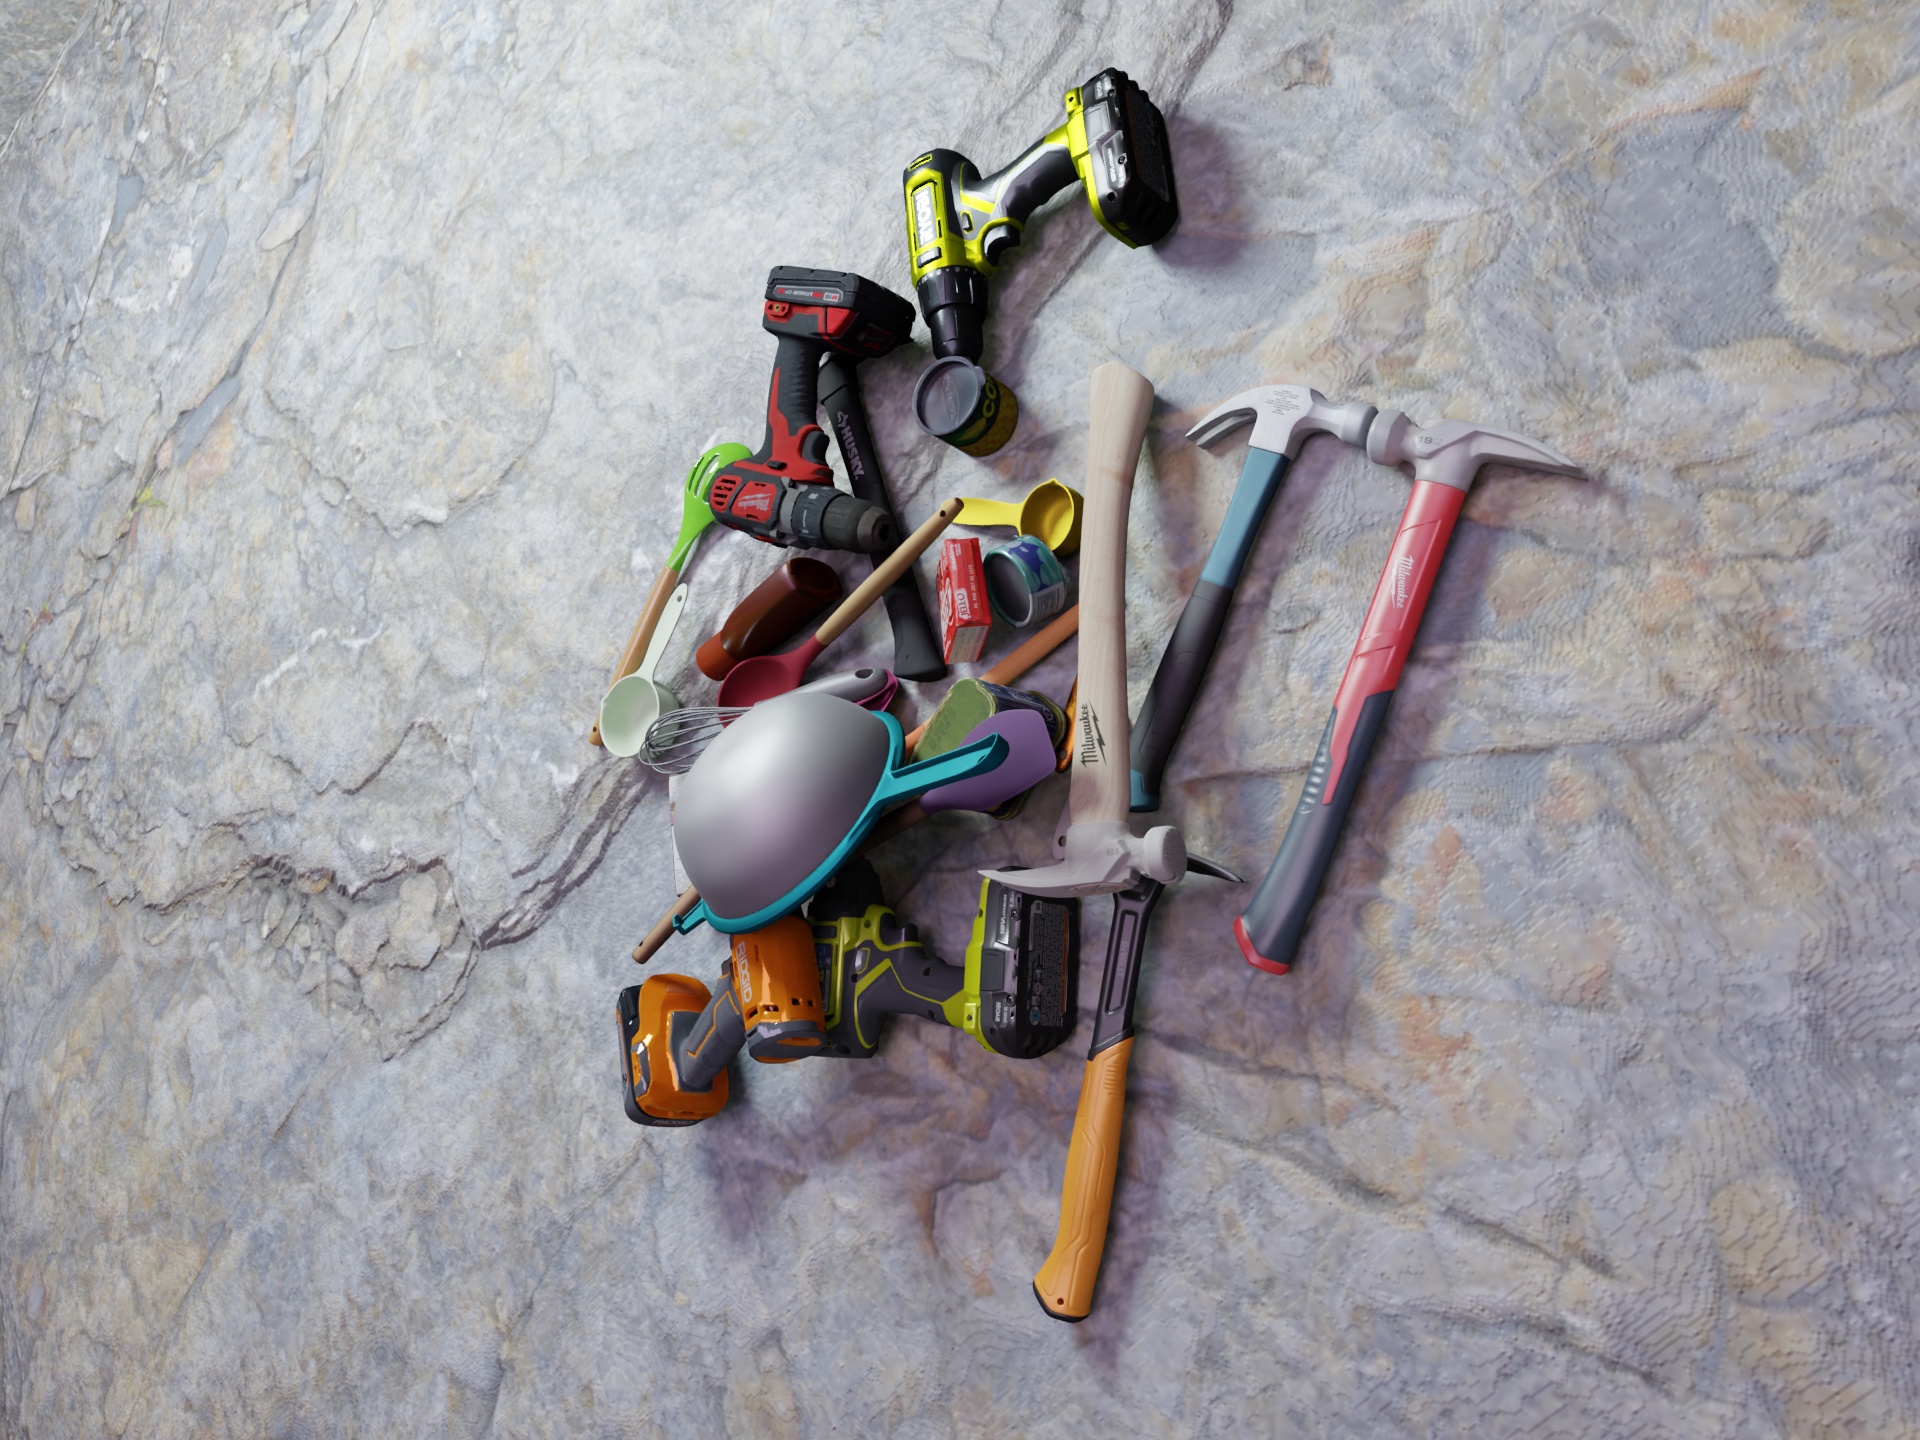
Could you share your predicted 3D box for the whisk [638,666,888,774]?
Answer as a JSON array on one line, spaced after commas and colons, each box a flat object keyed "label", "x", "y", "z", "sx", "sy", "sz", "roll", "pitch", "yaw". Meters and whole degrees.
[{"label": "whisk", "x": -0.167, "y": -0.003, "z": 1.331, "sx": 0.239, "sy": 0.055, "sz": 0.055, "roll": -17, "pitch": 70, "yaw": 20}]

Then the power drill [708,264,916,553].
[{"label": "power drill", "x": -0.109, "y": -0.250, "z": 1.316, "sx": 0.188, "sy": 0.080, "sz": 0.226, "roll": 18, "pitch": 94, "yaw": 37}]

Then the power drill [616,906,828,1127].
[{"label": "power drill", "x": -0.191, "y": 0.219, "z": 1.273, "sx": 0.226, "sy": 0.084, "sz": 0.164, "roll": -40, "pitch": 50, "yaw": 39}]

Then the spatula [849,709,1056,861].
[{"label": "spatula", "x": -0.042, "y": 0.070, "z": 1.176, "sx": 0.316, "sy": 0.018, "sz": 0.060, "roll": -32, "pitch": 68, "yaw": 41}]

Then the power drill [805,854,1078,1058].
[{"label": "power drill", "x": -0.025, "y": 0.173, "z": 1.206, "sx": 0.223, "sy": 0.080, "sz": 0.171, "roll": -5, "pitch": 77, "yaw": 37}]

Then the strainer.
[{"label": "strainer", "x": -0.106, "y": 0.036, "z": 1.154, "sx": 0.340, "sy": 0.095, "sz": 0.211, "roll": -20, "pitch": 35, "yaw": 47}]

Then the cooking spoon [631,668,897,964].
[{"label": "cooking spoon", "x": -0.162, "y": 0.081, "z": 1.315, "sx": 0.319, "sy": 0.017, "sz": 0.069, "roll": -48, "pitch": 33, "yaw": 2}]

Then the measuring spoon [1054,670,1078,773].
[{"label": "measuring spoon", "x": 0.088, "y": -0.017, "z": 1.206, "sx": 0.021, "sy": 0.011, "sz": 0.117, "roll": 14, "pitch": 88, "yaw": 36}]

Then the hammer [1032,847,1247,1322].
[{"label": "hammer", "x": 0.109, "y": 0.252, "z": 1.110, "sx": 0.127, "sy": 0.034, "sz": 0.337, "roll": 10, "pitch": 88, "yaw": 23}]

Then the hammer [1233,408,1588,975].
[{"label": "hammer", "x": 0.281, "y": -0.010, "z": 1.054, "sx": 0.143, "sy": 0.038, "sz": 0.386, "roll": 21, "pitch": 92, "yaw": 35}]

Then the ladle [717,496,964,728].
[{"label": "ladle", "x": -0.100, "y": -0.083, "z": 1.310, "sx": 0.315, "sy": 0.031, "sz": 0.069, "roll": -41, "pitch": 77, "yaw": 34}]

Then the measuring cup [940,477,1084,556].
[{"label": "measuring cup", "x": 0.042, "y": -0.162, "z": 1.268, "sx": 0.157, "sy": 0.029, "sz": 0.062, "roll": 13, "pitch": 92, "yaw": 48}]

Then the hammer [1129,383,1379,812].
[{"label": "hammer", "x": 0.180, "y": -0.085, "z": 1.144, "sx": 0.128, "sy": 0.033, "sz": 0.331, "roll": 24, "pitch": 94, "yaw": 35}]

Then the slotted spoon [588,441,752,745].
[{"label": "slotted spoon", "x": -0.277, "y": -0.117, "z": 1.476, "sx": 0.070, "sy": 0.031, "sz": 0.313, "roll": 32, "pitch": 100, "yaw": 35}]

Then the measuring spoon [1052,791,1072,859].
[{"label": "measuring spoon", "x": 0.090, "y": 0.045, "z": 1.187, "sx": 0.034, "sy": 0.018, "sz": 0.124, "roll": 21, "pitch": 93, "yaw": 36}]

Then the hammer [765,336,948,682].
[{"label": "hammer", "x": -0.068, "y": -0.181, "z": 1.338, "sx": 0.146, "sy": 0.035, "sz": 0.335, "roll": -30, "pitch": 64, "yaw": 27}]

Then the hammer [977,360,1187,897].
[{"label": "hammer", "x": 0.094, "y": -0.075, "z": 1.146, "sx": 0.146, "sy": 0.038, "sz": 0.411, "roll": -10, "pitch": 64, "yaw": 32}]

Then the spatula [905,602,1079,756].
[{"label": "spatula", "x": -0.002, "y": -0.004, "z": 1.262, "sx": 0.322, "sy": 0.041, "sz": 0.081, "roll": -37, "pitch": 59, "yaw": 18}]

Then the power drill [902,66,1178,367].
[{"label": "power drill", "x": 0.054, "y": -0.399, "z": 1.276, "sx": 0.228, "sy": 0.080, "sz": 0.191, "roll": -18, "pitch": 69, "yaw": 34}]

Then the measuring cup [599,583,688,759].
[{"label": "measuring cup", "x": -0.272, "y": -0.043, "z": 1.450, "sx": 0.083, "sy": 0.038, "sz": 0.167, "roll": 23, "pitch": 92, "yaw": 36}]
